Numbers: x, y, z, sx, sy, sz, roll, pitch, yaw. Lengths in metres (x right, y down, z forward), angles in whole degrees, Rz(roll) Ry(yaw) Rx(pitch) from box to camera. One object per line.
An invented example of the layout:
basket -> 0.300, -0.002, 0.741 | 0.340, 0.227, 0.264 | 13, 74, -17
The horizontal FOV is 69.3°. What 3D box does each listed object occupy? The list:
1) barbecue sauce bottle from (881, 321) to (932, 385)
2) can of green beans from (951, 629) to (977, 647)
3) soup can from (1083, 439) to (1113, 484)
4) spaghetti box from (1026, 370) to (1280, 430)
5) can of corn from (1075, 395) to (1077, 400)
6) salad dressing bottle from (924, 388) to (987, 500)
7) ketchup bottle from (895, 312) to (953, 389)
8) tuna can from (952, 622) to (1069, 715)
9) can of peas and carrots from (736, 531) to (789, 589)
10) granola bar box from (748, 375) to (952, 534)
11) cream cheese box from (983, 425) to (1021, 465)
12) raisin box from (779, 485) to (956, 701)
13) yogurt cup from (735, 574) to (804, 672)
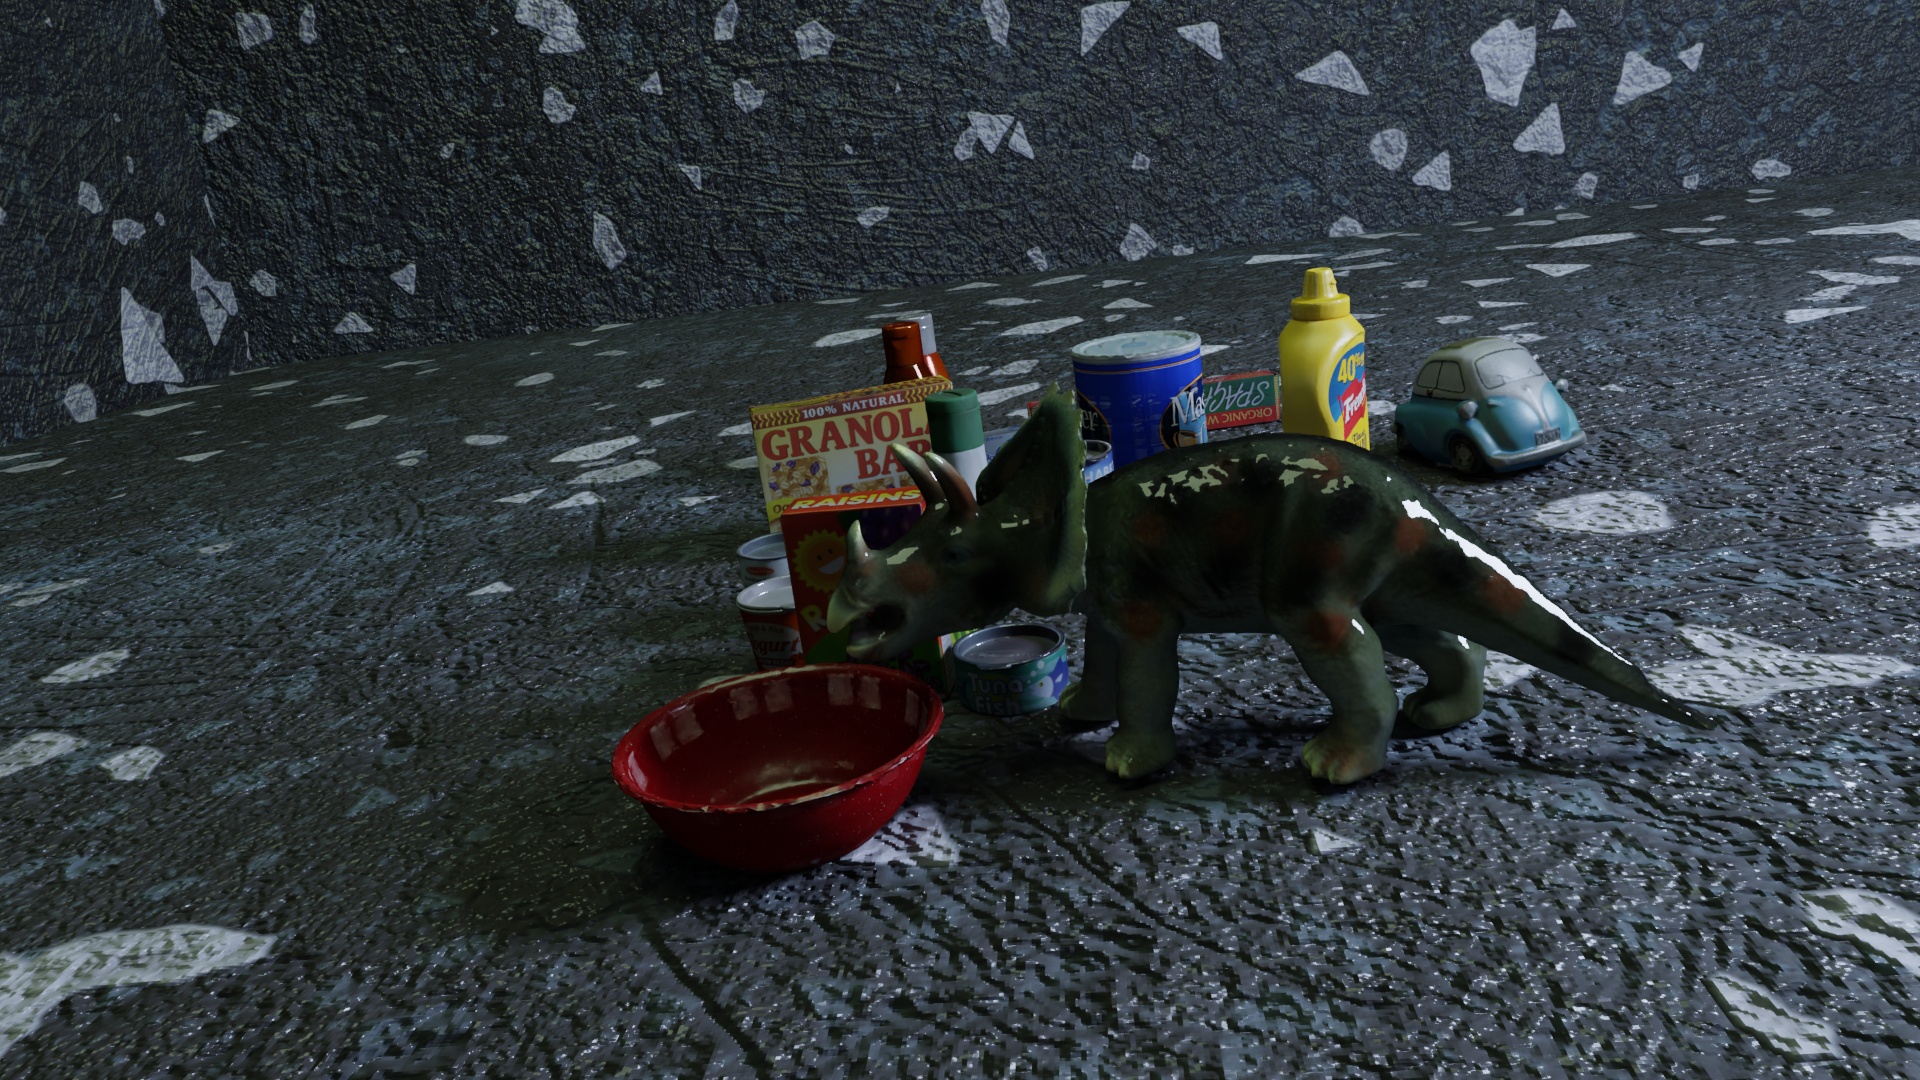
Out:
barbecue sauce bottle -> -0.048, -0.134, 1.334 | 0.065, 0.148, 0.044 | -5, 16, 9
can of green beans -> -0.024, 0.038, 0.907 | 0.071, 0.057, 0.071 | -7, 16, 2
soup can -> 0.085, -0.026, 1.028 | 0.071, 0.083, 0.071 | -7, 16, 2
spaghetti box -> 0.192, -0.128, 1.378 | 0.250, 0.050, 0.029 | -8, 16, -2
can of corn -> 0.147, -0.112, 1.332 | 0.071, 0.058, 0.071 | -7, 16, 2
salad dressing bottle -> 0.003, -0.031, 0.968 | 0.044, 0.147, 0.064 | -15, 17, -23
ketchup bottle -> -0.037, -0.150, 1.380 | 0.065, 0.148, 0.044 | -3, 17, 17
tuna can -> 0.029, 0.075, 0.805 | 0.071, 0.032, 0.071 | -7, 16, 2
can of peas and carrots -> -0.119, 0.028, 0.981 | 0.071, 0.058, 0.071 | -7, 16, 2
granola bar box -> -0.083, -0.062, 1.151 | 0.166, 0.123, 0.039 | -11, 16, -10
cream cheese box -> 0.060, -0.078, 1.264 | 0.104, 0.053, 0.024 | -11, 16, -11
raisin box -> -0.052, 0.034, 0.819 | 0.086, 0.123, 0.040 | -5, 16, 10
yogurt cup -> -0.106, 0.056, 0.892 | 0.072, 0.053, 0.072 | -7, 16, 2
